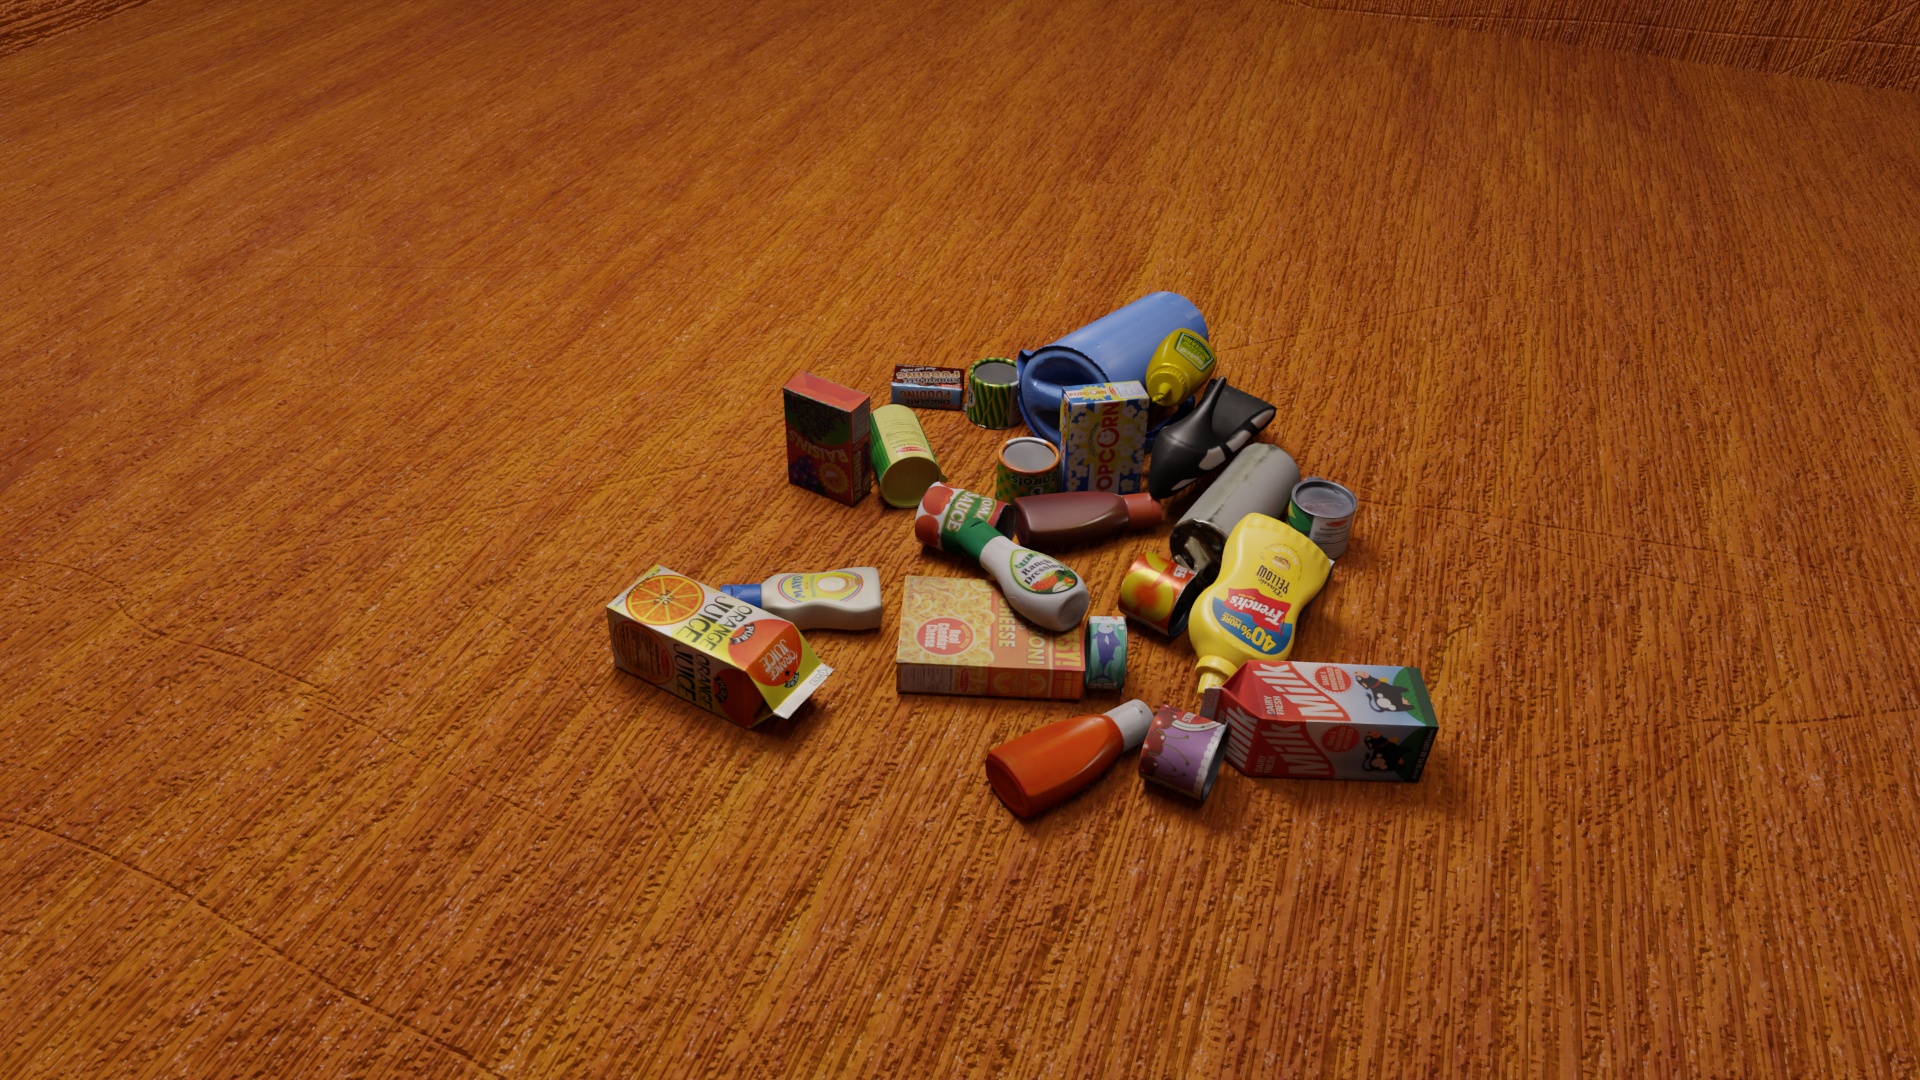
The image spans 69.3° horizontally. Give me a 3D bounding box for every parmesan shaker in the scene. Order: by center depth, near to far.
[{"bbox_3d":[-0.061,-0.090,1.478,0.071,0.071,0.103,-7,38,-13],"label":"parmesan shaker"}]

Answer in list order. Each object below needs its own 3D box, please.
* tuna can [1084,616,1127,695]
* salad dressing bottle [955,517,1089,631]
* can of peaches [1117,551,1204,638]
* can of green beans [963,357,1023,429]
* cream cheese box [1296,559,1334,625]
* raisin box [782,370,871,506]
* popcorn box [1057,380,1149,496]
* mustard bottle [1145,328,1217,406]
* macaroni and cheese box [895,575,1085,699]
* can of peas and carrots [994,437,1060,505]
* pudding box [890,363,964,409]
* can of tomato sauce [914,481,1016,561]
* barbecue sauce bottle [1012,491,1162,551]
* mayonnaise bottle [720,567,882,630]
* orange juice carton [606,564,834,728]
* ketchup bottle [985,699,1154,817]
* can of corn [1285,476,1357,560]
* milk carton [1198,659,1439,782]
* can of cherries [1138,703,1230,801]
[{"bbox_3d":[0.130,0.103,1.246,0.033,0.070,0.071,2,38,0],"label":"tuna can"},{"bbox_3d":[0.054,0.028,1.285,0.064,0.043,0.148,-26,44,-31],"label":"salad dressing bottle"},{"bbox_3d":[0.190,0.048,1.314,0.058,0.070,0.071,25,43,27],"label":"can of peaches"},{"bbox_3d":[0.041,-0.169,1.591,0.071,0.057,0.071,2,38,-1],"label":"can of green beans"},{"bbox_3d":[0.324,0.045,1.365,0.053,0.024,0.104,25,43,23],"label":"cream cheese box"},{"bbox_3d":[-0.138,-0.105,1.444,0.086,0.122,0.040,21,43,21],"label":"raisin box"},{"bbox_3d":[0.147,-0.101,1.456,0.085,0.126,0.038,-6,34,-11],"label":"popcorn box"},{"bbox_3d":[0.229,-0.177,1.476,0.065,0.048,0.161,39,33,-1],"label":"mustard bottle"},{"bbox_3d":[0.028,0.088,1.276,0.166,0.040,0.124,3,37,0],"label":"macaroni and cheese box"},{"bbox_3d":[0.071,-0.066,1.461,0.071,0.058,0.071,2,38,-1],"label":"can of peas and carrots"},{"bbox_3d":[-0.038,-0.179,1.621,0.084,0.030,0.050,5,39,2],"label":"pudding box"},{"bbox_3d":[0.005,-0.017,1.385,0.083,0.070,0.071,19,40,20],"label":"can of tomato sauce"},{"bbox_3d":[0.131,-0.024,1.425,0.149,0.043,0.065,-7,39,-13],"label":"barbecue sauce bottle"},{"bbox_3d":[-0.149,0.057,1.302,0.148,0.041,0.065,-2,40,-8],"label":"mayonnaise bottle"},{"bbox_3d":[-0.211,0.099,1.218,0.193,0.072,0.072,21,41,21],"label":"orange juice carton"},{"bbox_3d":[0.097,0.177,1.165,0.149,0.043,0.065,-21,45,-28],"label":"ketchup bottle"},{"bbox_3d":[0.368,-0.022,1.426,0.071,0.058,0.071,2,38,-1],"label":"can of corn"},{"bbox_3d":[0.298,0.153,1.186,0.191,0.072,0.074,2,38,-1],"label":"milk carton"},{"bbox_3d":[0.186,0.173,1.154,0.058,0.071,0.072,19,40,20],"label":"can of cherries"}]
